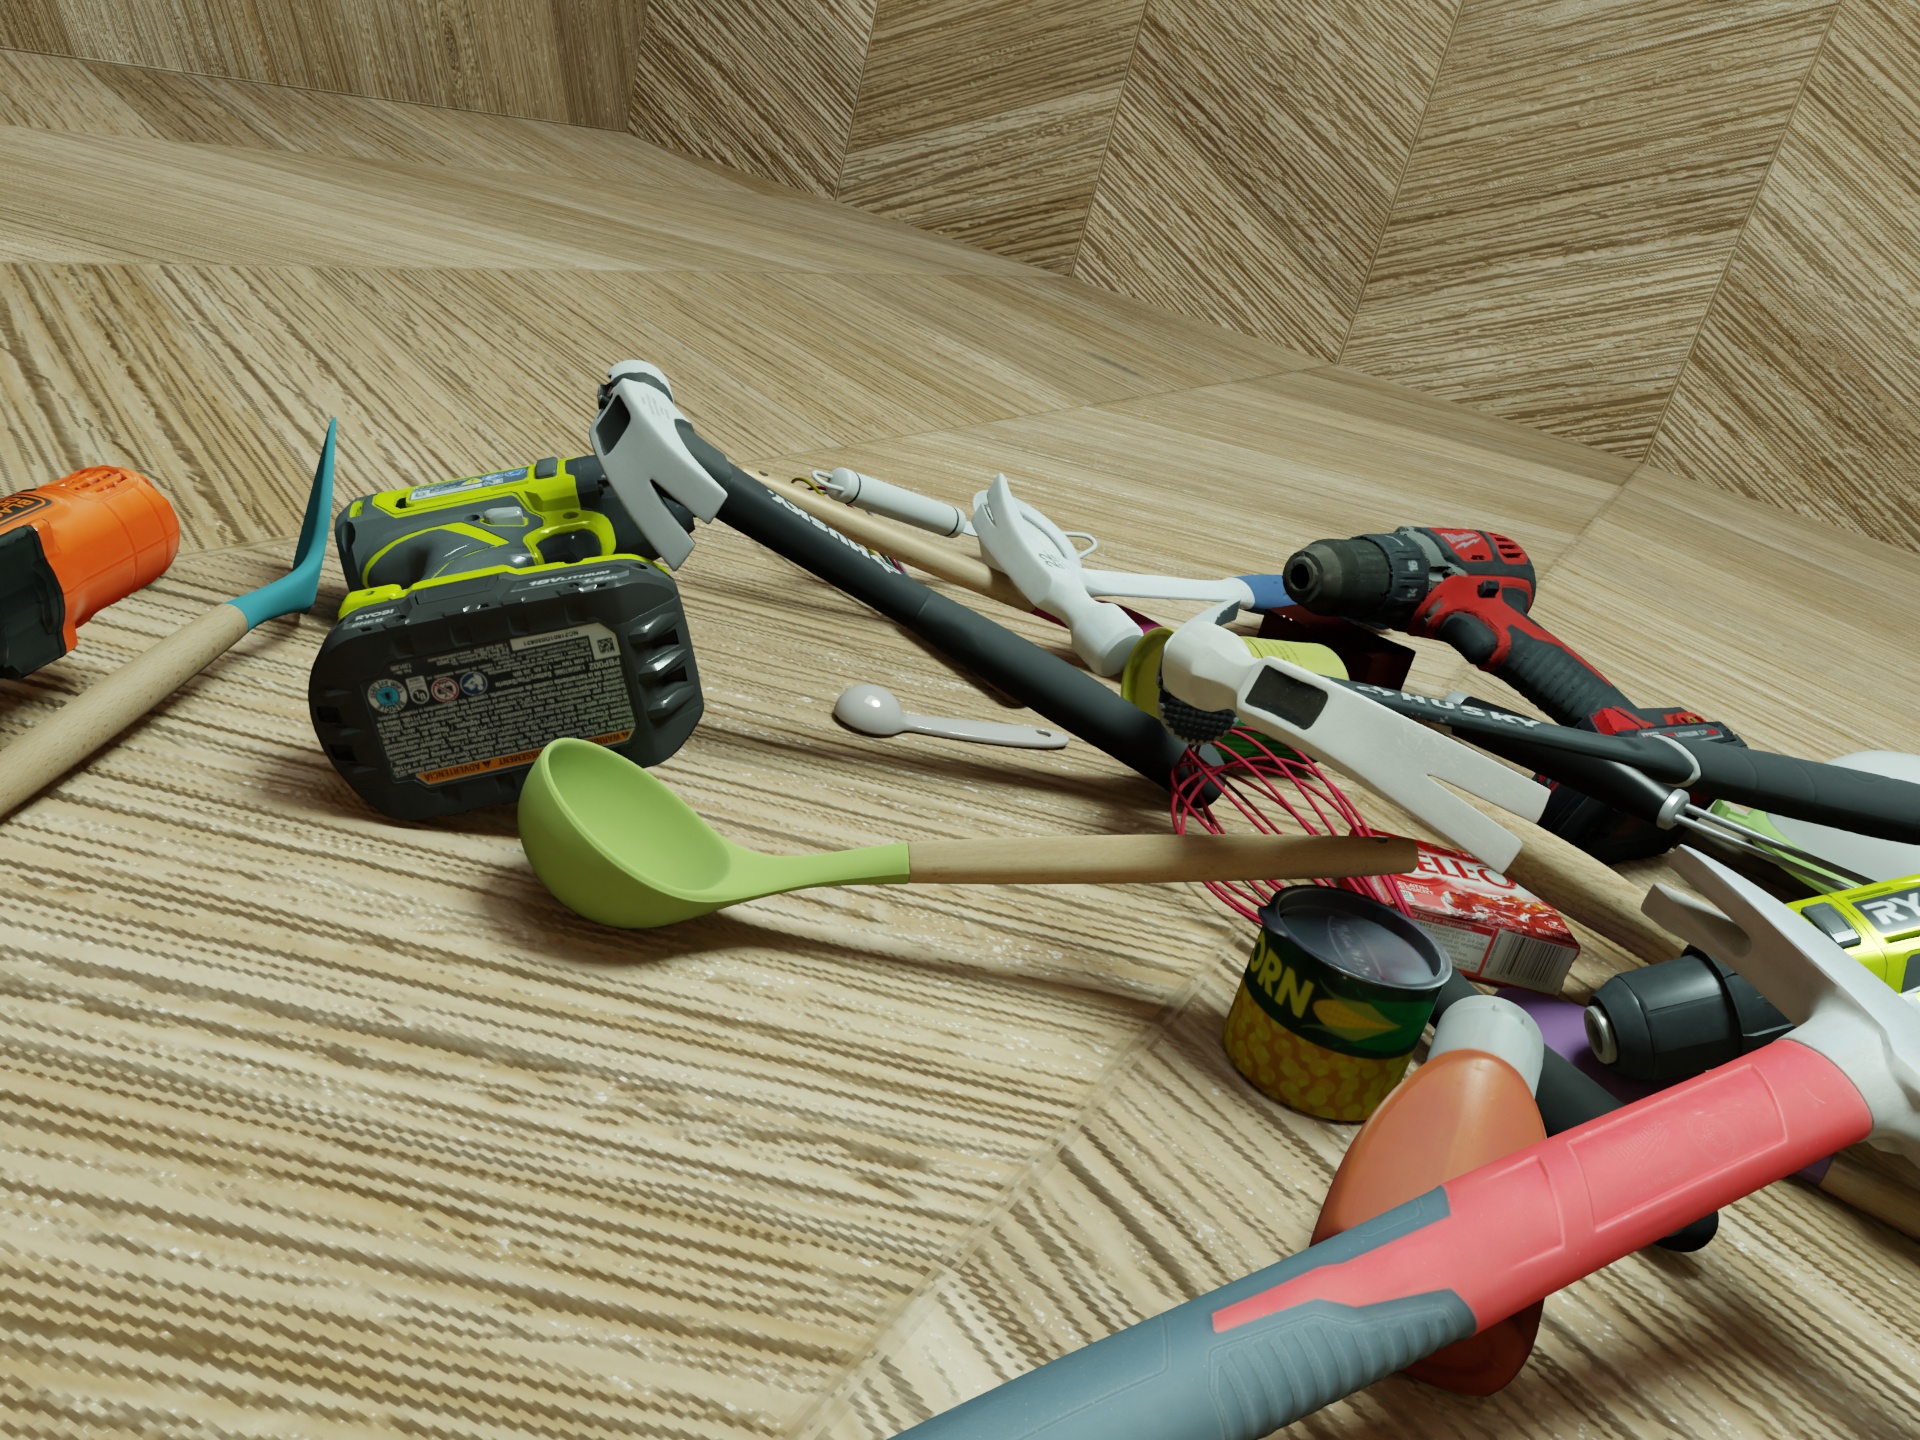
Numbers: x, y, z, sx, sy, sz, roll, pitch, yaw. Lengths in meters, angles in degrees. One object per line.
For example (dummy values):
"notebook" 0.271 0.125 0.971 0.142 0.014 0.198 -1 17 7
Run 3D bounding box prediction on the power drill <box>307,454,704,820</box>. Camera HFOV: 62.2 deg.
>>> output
"power drill" -0.177 -0.054 0.661 0.171 0.080 0.223 -12 28 -7

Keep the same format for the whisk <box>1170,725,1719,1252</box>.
"whisk" 0.172 0.092 0.622 0.073 0.073 0.296 0 32 -34

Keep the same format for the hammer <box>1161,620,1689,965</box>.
"hammer" 0.225 0.054 0.620 0.331 0.031 0.130 27 4 -36

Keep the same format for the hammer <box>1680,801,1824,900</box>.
"hammer" 0.512 0.126 0.794 0.146 0.038 0.411 2 25 -34

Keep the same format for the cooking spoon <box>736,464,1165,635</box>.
"cooking spoon" 0.019 -0.077 0.900 0.318 0.017 0.069 21 29 -20

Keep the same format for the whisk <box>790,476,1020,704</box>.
"whisk" -0.037 -0.078 0.909 0.051 0.047 0.245 -3 31 -41

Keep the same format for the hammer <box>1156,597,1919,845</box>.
"hammer" 0.289 0.013 0.698 0.409 0.036 0.149 13 19 5

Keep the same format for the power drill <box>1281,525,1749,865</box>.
"power drill" 0.296 -0.027 0.876 0.187 0.080 0.227 -3 45 -37

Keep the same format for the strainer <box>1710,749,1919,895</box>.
"strainer" 0.528 0.057 0.834 0.256 0.069 0.152 0 26 -37

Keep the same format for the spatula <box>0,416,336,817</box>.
"spatula" -0.305 -0.031 0.609 0.044 0.082 0.318 26 27 -5

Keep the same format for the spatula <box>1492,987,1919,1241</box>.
"spatula" 0.344 0.177 0.583 0.316 0.018 0.060 27 29 28

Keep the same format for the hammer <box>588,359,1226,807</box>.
"hammer" -0.008 -0.042 0.696 0.334 0.035 0.146 30 16 -27

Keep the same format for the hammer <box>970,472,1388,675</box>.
"hammer" 0.168 -0.086 1.014 0.405 0.035 0.144 -2 43 -48

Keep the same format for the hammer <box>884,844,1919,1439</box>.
"hammer" 0.116 0.127 0.411 0.386 0.038 0.143 -12 43 -27

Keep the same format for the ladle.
"ladle" 0.008 0.039 0.562 0.320 0.062 0.078 0 22 -7

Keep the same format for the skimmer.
"skimmer" 0.373 0.090 0.717 0.127 0.090 0.364 -25 40 -37

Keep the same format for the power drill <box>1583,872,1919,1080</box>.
"power drill" 0.342 0.138 0.534 0.190 0.080 0.229 -14 30 2

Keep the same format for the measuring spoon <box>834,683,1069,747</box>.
"measuring spoon" -0.001 -0.002 0.782 0.124 0.018 0.034 7 23 -21

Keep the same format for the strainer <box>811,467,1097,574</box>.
"strainer" -0.003 -0.119 0.971 0.258 0.050 0.087 11 40 -52
